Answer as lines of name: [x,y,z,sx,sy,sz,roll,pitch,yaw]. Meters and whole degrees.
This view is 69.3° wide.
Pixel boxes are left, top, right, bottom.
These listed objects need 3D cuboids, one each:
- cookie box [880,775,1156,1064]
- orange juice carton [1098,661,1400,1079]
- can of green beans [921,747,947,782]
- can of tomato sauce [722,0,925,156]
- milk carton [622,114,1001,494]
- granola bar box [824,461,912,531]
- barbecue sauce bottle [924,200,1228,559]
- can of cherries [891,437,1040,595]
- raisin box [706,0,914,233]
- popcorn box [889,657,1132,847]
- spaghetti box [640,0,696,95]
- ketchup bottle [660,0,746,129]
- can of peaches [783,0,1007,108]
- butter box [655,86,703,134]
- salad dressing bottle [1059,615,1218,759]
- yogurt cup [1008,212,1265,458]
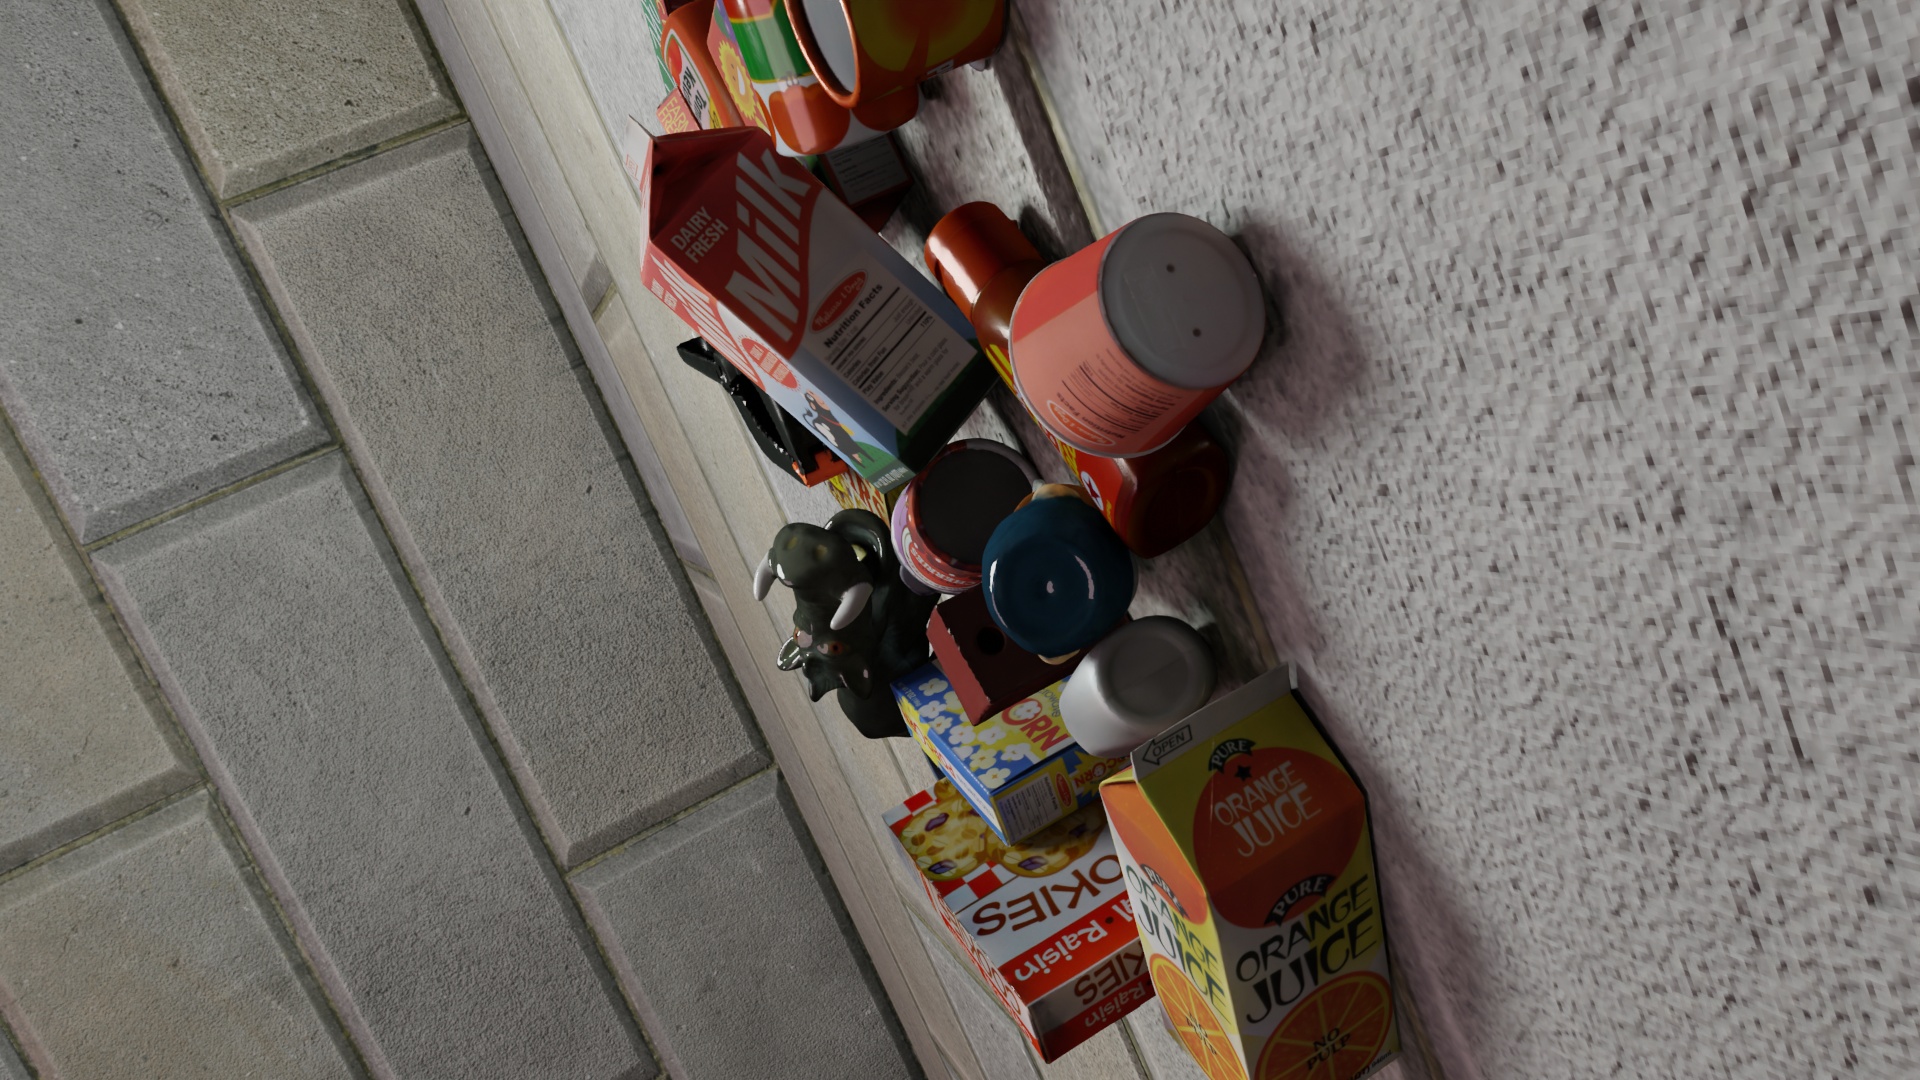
cookie box: [0.051,0.159,0.679,0.168,0.123,0.040,38,151,57]
orange juice carton: [0.111,0.135,0.538,0.073,0.072,0.191,40,153,54]
can of green beans: [0.013,0.134,0.887,0.071,0.058,0.071,55,162,28]
can of tomato sauce: [-0.055,-0.203,0.549,0.071,0.071,0.082,39,152,57]
milk carton: [-0.076,-0.112,0.622,0.190,0.073,0.072,41,166,-9]
granola bar box: [-0.065,-0.065,0.857,0.166,0.039,0.123,51,160,38]
barbecue sauce bottle: [0.038,-0.065,0.507,0.149,0.044,0.064,56,172,28]
can of cherries: [0.002,-0.008,0.667,0.071,0.072,0.058,62,164,5]
raisin box: [-0.073,-0.205,0.658,0.123,0.040,0.086,63,165,-2]
popcorn box: [0.028,0.095,0.720,0.127,0.085,0.038,38,152,57]
spaghetti box: [-0.161,-0.279,0.846,0.050,0.029,0.248,52,161,35]
ketchup bottle: [-0.111,-0.217,0.756,0.149,0.043,0.064,61,166,8]
can of peaches: [-0.024,-0.189,0.484,0.071,0.058,0.071,55,162,28]
butter box: [-0.131,-0.213,0.805,0.024,0.053,0.103,-37,77,35]
salad dressing bottle: [0.071,0.069,0.593,0.044,0.064,0.147,58,171,12]
yogurt cup: [0.055,-0.064,0.420,0.072,0.072,0.053,63,157,2]
